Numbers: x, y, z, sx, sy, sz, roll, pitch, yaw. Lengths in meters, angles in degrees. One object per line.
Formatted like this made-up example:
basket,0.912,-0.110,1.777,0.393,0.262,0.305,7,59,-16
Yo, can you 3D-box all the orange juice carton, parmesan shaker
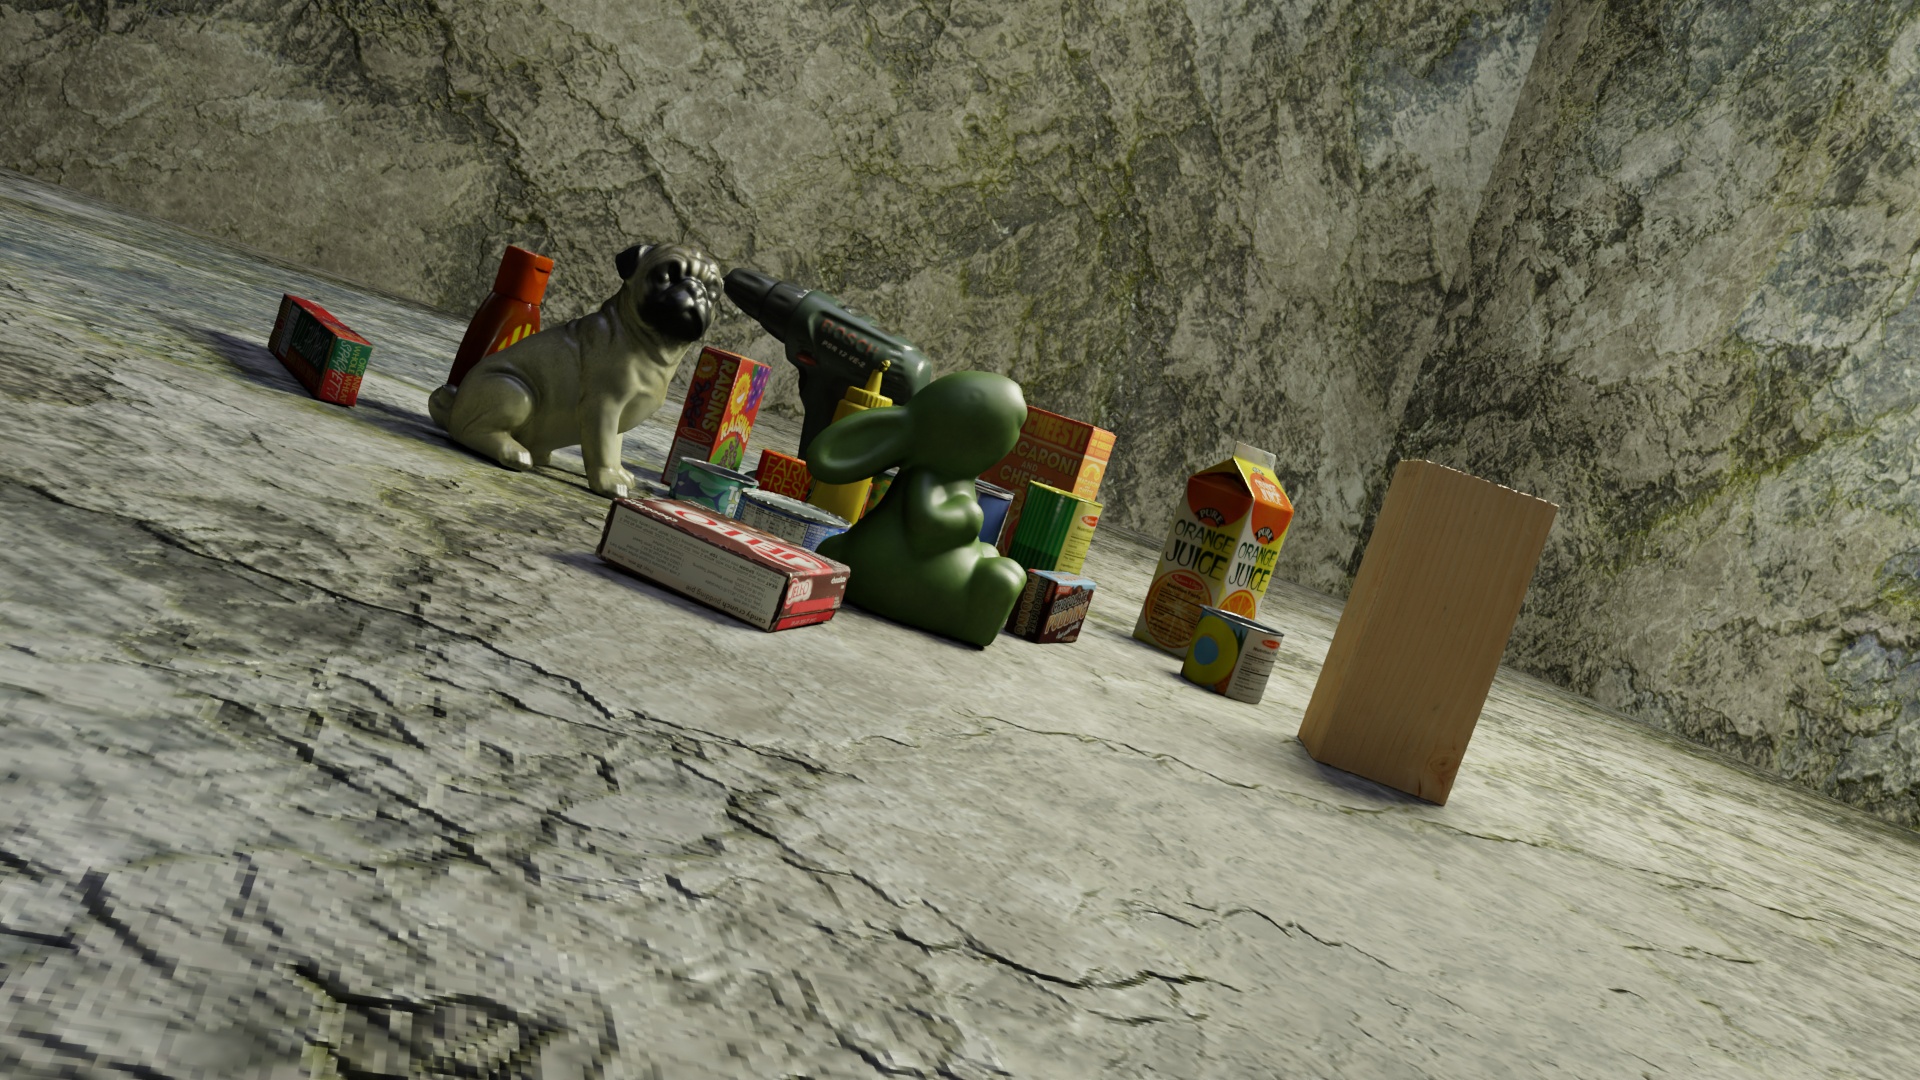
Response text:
orange juice carton,0.227,0.010,1.214,0.073,0.192,0.072,23,6,42
parmesan shaker,0.072,0.008,1.183,0.071,0.103,0.071,19,5,-1

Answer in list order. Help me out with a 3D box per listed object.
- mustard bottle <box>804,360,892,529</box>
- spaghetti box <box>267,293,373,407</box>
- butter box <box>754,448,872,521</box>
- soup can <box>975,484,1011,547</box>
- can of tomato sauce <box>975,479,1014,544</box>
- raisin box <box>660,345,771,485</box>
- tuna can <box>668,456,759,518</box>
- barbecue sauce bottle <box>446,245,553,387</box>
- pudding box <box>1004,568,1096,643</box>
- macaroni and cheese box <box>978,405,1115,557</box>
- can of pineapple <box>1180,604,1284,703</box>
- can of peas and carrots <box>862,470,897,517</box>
mustard bottle,-0.092,-0.079,1.182,0.049,0.160,0.065,18,4,-10
spaghetti box,-0.502,-0.151,1.082,0.029,0.050,0.250,16,6,-36
butter box,-0.135,-0.042,1.242,0.103,0.053,0.024,18,4,-5
soup can,0.001,-0.007,1.188,0.071,0.083,0.071,19,5,-1
can of tomato sauce,0.005,-0.016,1.306,0.071,0.083,0.071,19,5,-1
raisin box,-0.212,-0.103,1.210,0.040,0.123,0.086,20,5,9
tuna can,-0.197,-0.041,1.119,0.071,0.033,0.071,19,5,-1
barbecue sauce bottle,-0.354,-0.152,1.071,0.044,0.148,0.065,21,5,25
pudding box,0.068,0.048,1.029,0.030,0.049,0.084,21,5,24
macaroni and cheese box,0.071,-0.043,1.361,0.124,0.166,0.040,23,6,43
can of pineapple,0.209,0.088,1.079,0.071,0.058,0.071,19,5,-1
can of peas and carrots,-0.075,-0.040,1.407,0.071,0.058,0.071,19,5,-1
